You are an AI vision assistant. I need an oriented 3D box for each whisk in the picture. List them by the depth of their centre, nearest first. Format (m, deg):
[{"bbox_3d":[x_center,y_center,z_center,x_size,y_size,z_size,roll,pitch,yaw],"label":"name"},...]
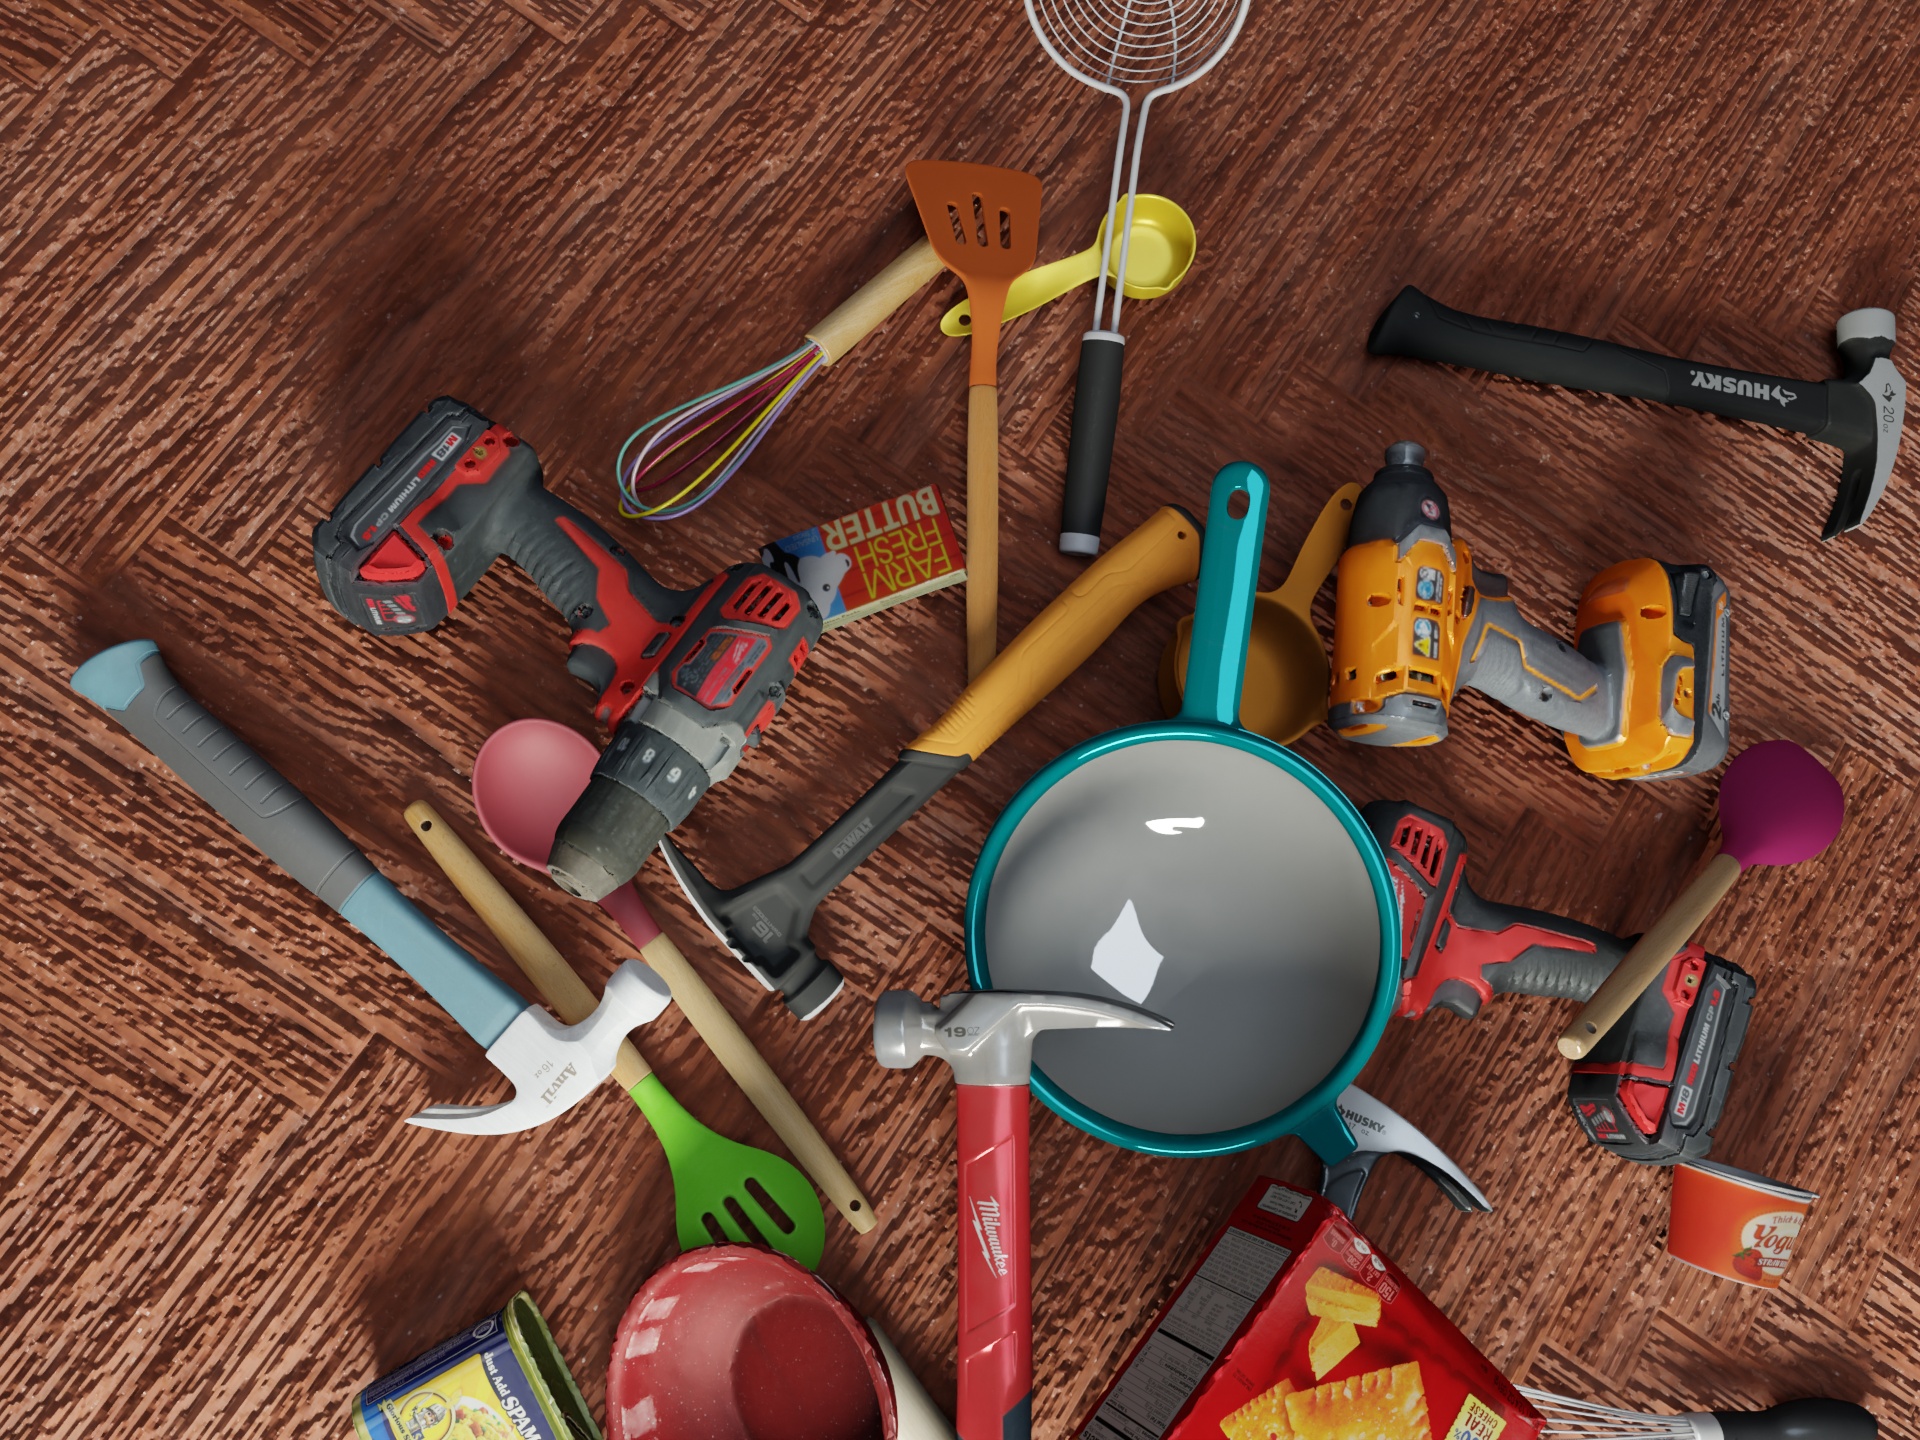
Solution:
[{"bbox_3d":[0.355,0.375,0.828,0.284,0.070,0.070,4,79,-13],"label":"whisk"},{"bbox_3d":[-0.097,-0.192,0.875,0.245,0.047,0.051,-45,100,-18],"label":"whisk"}]

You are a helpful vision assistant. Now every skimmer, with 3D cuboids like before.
[{"bbox_3d":[0.079,-0.274,0.861,0.127,0.090,0.363,7,90,15],"label":"skimmer"}]

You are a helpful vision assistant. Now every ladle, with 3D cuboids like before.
[{"bbox_3d":[-0.141,0.132,0.811,0.069,0.031,0.315,-37,88,-18],"label":"ladle"}]

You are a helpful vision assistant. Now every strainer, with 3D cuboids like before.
[{"bbox_3d":[0.122,0.043,0.812,0.211,0.095,0.340,8,88,12],"label":"strainer"}]

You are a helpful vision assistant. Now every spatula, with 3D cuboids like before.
[{"bbox_3d":[0.010,-0.158,0.881,0.081,0.041,0.322,1,87,-15],"label":"spatula"}]

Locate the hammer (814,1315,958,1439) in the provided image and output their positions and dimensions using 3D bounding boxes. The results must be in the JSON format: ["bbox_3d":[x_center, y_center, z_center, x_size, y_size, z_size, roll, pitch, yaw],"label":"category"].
[{"bbox_3d":[0.076,0.461,0.776,0.146,0.038,0.411,-37,86,-15],"label":"hammer"}]

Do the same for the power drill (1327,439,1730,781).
[{"bbox_3d":[0.306,-0.056,0.867,0.226,0.084,0.164,10,78,-19],"label":"power drill"}]

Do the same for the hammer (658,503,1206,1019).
[{"bbox_3d":[-0.001,-0.003,0.837,0.337,0.034,0.127,-42,97,-10],"label":"hammer"}]

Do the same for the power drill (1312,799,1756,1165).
[{"bbox_3d":[0.293,0.147,0.851,0.219,0.078,0.143,25,75,0],"label":"power drill"}]

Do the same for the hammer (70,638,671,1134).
[{"bbox_3d":[-0.305,0.074,0.783,0.331,0.033,0.128,41,92,4],"label":"hammer"}]

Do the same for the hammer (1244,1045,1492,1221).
[{"bbox_3d":[0.147,0.378,0.780,0.149,0.036,0.409,25,70,-6],"label":"hammer"}]

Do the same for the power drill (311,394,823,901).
[{"bbox_3d":[-0.204,-0.035,0.785,0.227,0.080,0.188,31,67,4],"label":"power drill"}]

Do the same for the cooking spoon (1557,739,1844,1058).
[{"bbox_3d":[0.398,0.089,0.845,0.319,0.017,0.069,-31,71,-36],"label":"cooking spoon"}]

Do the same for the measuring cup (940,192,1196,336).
[{"bbox_3d":[0.061,-0.254,0.923,0.156,0.029,0.062,-23,85,0],"label":"measuring cup"}]

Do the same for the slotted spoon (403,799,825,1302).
[{"bbox_3d":[-0.179,0.163,0.800,0.070,0.031,0.314,-40,86,-11],"label":"slotted spoon"}]

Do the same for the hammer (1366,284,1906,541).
[{"bbox_3d":[0.407,-0.203,0.956,0.334,0.035,0.146,9,77,-7],"label":"hammer"}]

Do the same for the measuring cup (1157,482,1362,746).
[{"bbox_3d":[0.173,-0.056,0.884,0.095,0.052,0.174,33,74,-2],"label":"measuring cup"}]

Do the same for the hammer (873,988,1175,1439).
[{"bbox_3d":[0.031,0.321,0.740,0.143,0.038,0.386,-1,84,10],"label":"hammer"}]
